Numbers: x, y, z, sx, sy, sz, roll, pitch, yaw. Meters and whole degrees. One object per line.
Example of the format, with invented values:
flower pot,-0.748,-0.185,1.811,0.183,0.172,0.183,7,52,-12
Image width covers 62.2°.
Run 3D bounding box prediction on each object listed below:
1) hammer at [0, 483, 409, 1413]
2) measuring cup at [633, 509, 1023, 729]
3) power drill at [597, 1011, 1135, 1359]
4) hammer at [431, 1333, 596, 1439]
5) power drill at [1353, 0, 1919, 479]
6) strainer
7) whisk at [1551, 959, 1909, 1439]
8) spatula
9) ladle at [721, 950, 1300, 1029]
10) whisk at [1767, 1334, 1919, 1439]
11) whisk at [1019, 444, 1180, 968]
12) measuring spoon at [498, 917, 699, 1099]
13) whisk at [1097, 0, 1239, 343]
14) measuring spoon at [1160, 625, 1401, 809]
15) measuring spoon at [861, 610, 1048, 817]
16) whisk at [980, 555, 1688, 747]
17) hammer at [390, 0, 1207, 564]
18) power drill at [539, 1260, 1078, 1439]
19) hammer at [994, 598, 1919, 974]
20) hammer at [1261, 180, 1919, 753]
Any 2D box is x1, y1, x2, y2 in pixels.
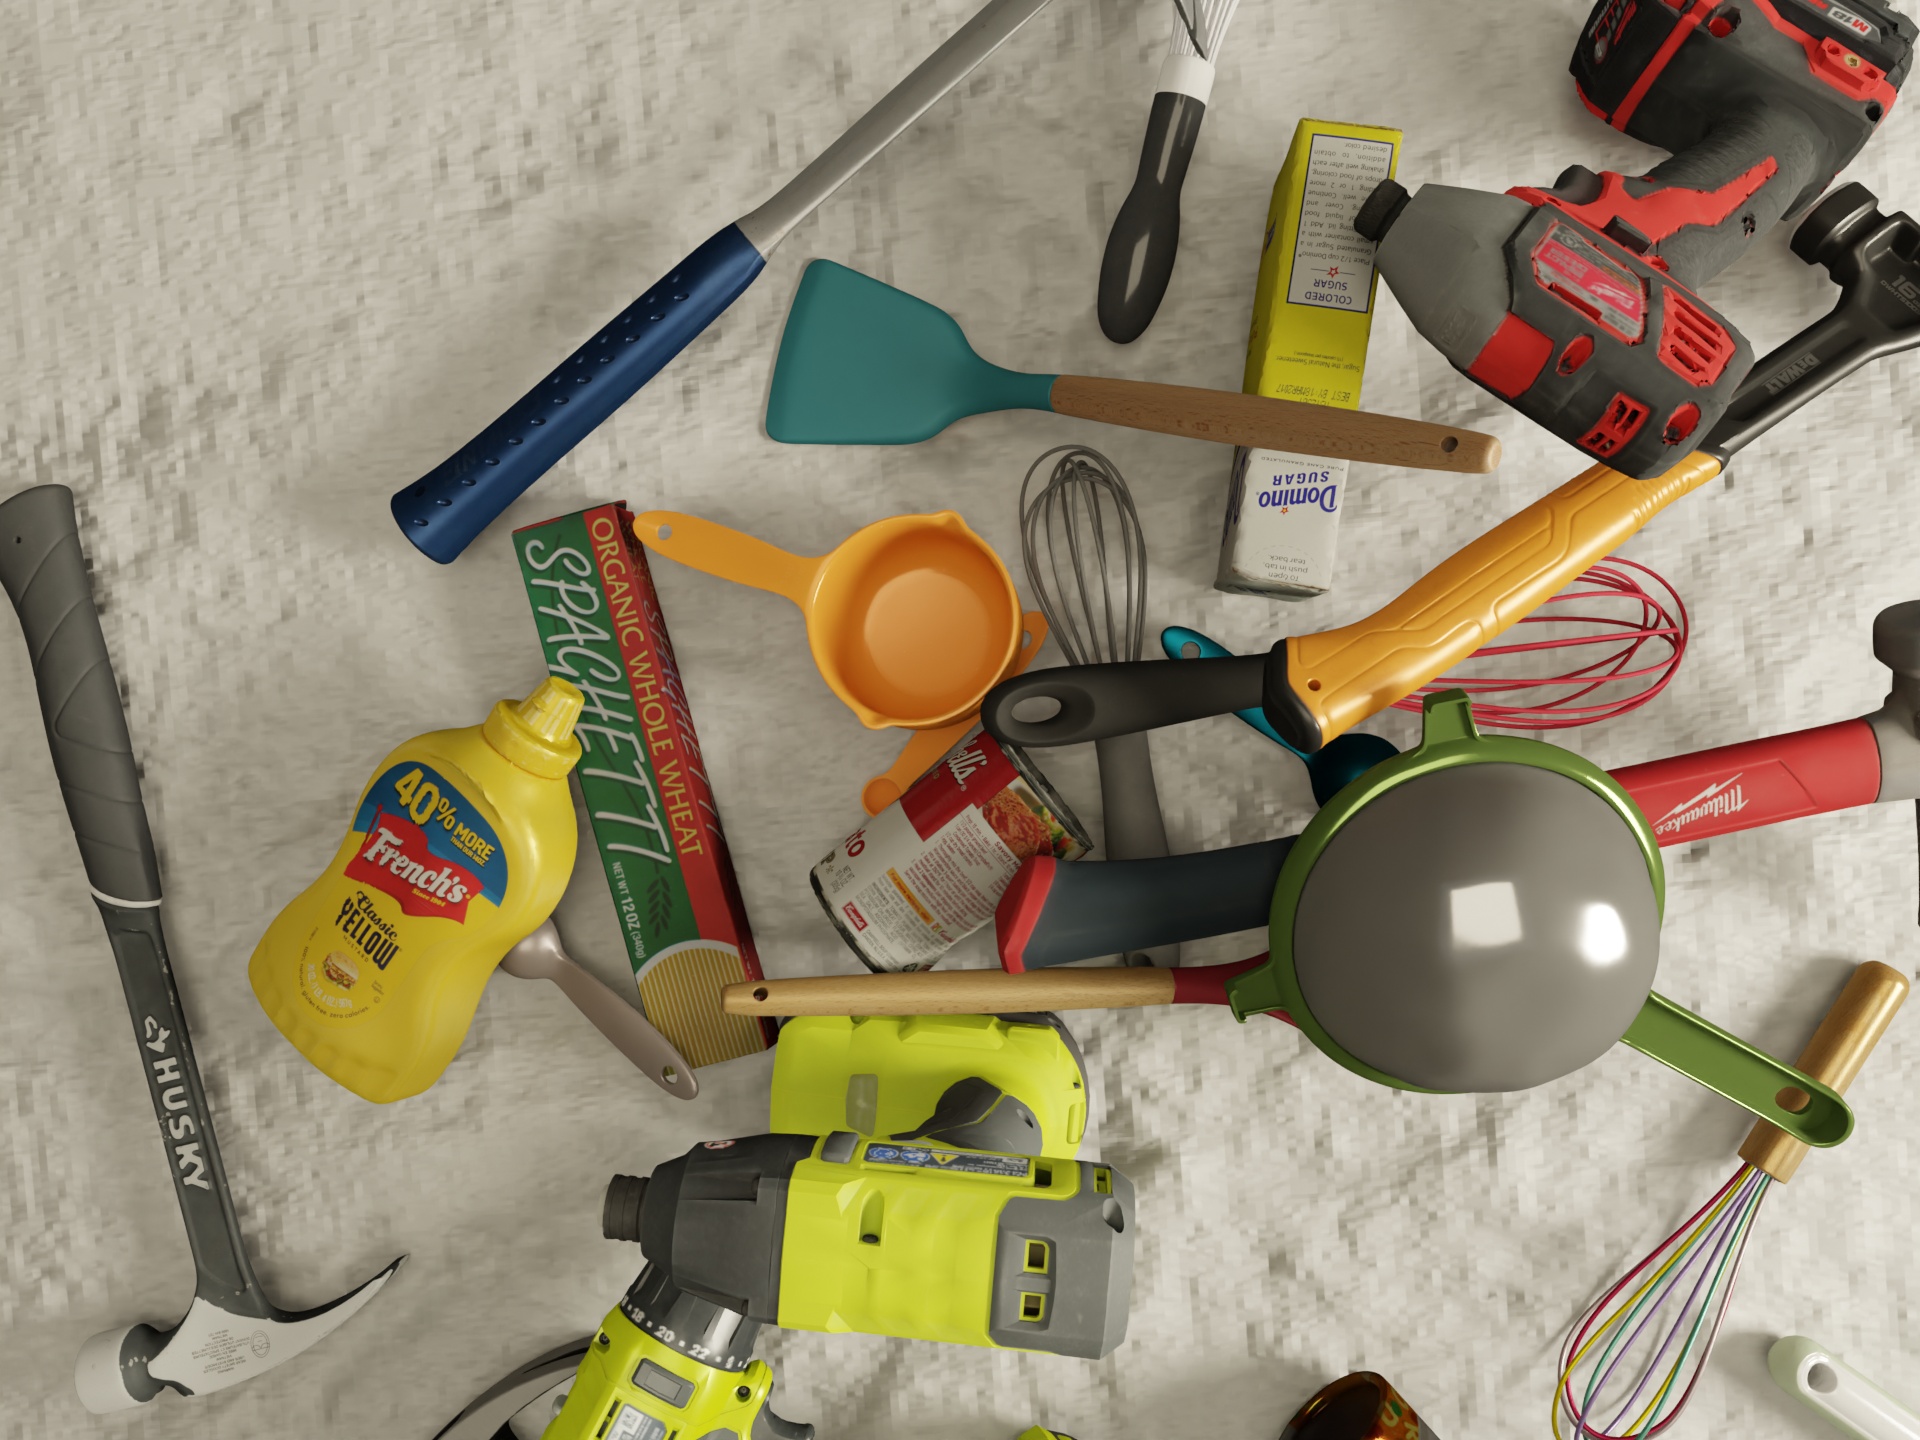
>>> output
hammer,-0.364,0.096,0.711,0.149,0.036,0.409,-14,90,3
measuring cup,-0.055,-0.053,0.680,0.173,0.052,0.095,20,88,12
power drill,-0.026,0.162,0.595,0.171,0.223,0.080,5,92,3
hammer,-0.099,0.416,0.703,0.335,0.035,0.146,38,94,2
power drill,0.248,-0.201,0.592,0.143,0.078,0.220,36,66,8
strainer,0.238,0.110,0.586,0.256,0.069,0.151,28,107,-10
whisk,0.322,0.206,0.666,0.047,0.051,0.245,33,90,8
spatula,0.053,-0.126,0.620,0.318,0.044,0.082,17,93,38
ladle,0.061,0.110,0.651,0.315,0.031,0.069,0,63,-11
whisk,0.446,0.337,0.660,0.246,0.059,0.058,35,82,7
whisk,0.064,0.002,0.676,0.055,0.055,0.239,-9,96,4
measuring spoon,-0.161,0.124,0.688,0.124,0.018,0.034,36,113,19
whisk,0.103,-0.298,0.662,0.070,0.070,0.284,14,98,3
measuring spoon,0.138,0.001,0.681,0.128,0.021,0.042,37,93,1
measuring spoon,-0.001,-0.002,0.698,0.021,0.011,0.117,41,90,13
whisk,0.154,-0.020,0.642,0.296,0.073,0.073,-7,91,-4
hammer,-0.077,-0.204,0.663,0.405,0.035,0.144,-39,58,8
power drill,-0.054,0.311,0.660,0.228,0.080,0.190,29,79,-2
hammer,0.206,0.061,0.625,0.386,0.038,0.143,-12,109,3
hammer,0.262,-0.083,0.612,0.337,0.034,0.127,-32,68,-8
